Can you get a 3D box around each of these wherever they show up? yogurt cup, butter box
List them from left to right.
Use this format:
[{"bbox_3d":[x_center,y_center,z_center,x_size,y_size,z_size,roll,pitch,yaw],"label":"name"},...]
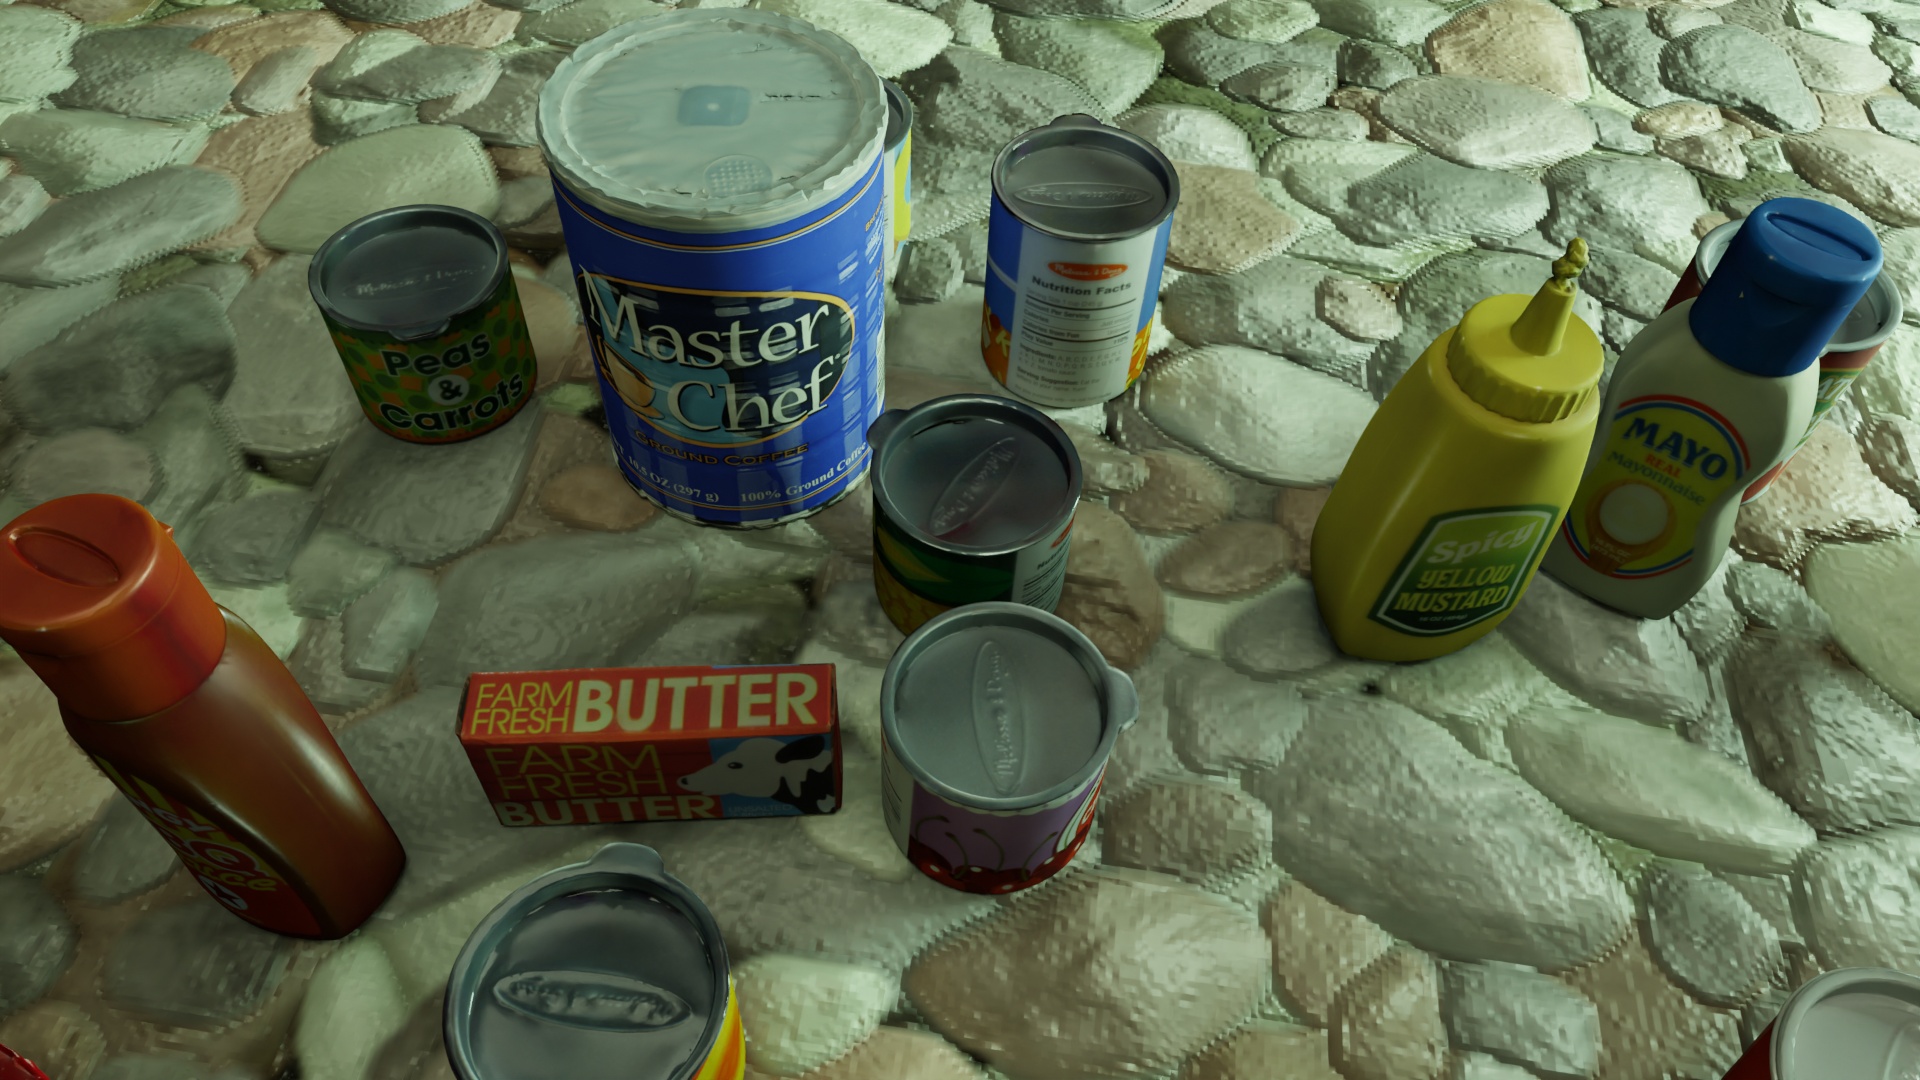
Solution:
[{"bbox_3d":[-0.086,0.059,0.401,0.103,0.052,0.024,-1,52,-4],"label":"butter box"},{"bbox_3d":[0.227,0.149,0.348,0.072,0.053,0.073,2,52,-2],"label":"yogurt cup"}]

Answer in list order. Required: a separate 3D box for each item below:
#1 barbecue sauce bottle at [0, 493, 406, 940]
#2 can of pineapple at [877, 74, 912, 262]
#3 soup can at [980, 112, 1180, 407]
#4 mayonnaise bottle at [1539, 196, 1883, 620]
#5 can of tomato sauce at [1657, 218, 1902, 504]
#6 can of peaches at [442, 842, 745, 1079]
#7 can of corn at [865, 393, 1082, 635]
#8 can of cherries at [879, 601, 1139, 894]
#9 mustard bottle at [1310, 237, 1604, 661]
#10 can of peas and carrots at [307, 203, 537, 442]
[{"bbox_3d":[-0.187,0.048,0.344,0.065,0.147,0.044,22,54,13],"label":"barbecue sauce bottle"},{"bbox_3d":[-0.053,-0.151,0.566,0.071,0.057,0.071,2,52,-2],"label":"can of pineapple"},{"bbox_3d":[0.042,-0.103,0.517,0.071,0.083,0.072,2,52,-2],"label":"soup can"},{"bbox_3d":[0.229,-0.038,0.436,0.065,0.147,0.041,32,57,20],"label":"mayonnaise bottle"},{"bbox_3d":[0.279,-0.061,0.497,0.071,0.082,0.071,2,52,-2],"label":"can of tomato sauce"},{"bbox_3d":[-0.088,0.121,0.350,0.071,0.057,0.071,2,52,-2],"label":"can of peaches"},{"bbox_3d":[0.002,-0.006,0.454,0.071,0.058,0.071,2,52,-2],"label":"can of corn"},{"bbox_3d":[0.012,0.061,0.402,0.071,0.058,0.072,2,52,-2],"label":"can of cherries"},{"bbox_3d":[0.151,-0.024,0.412,0.065,0.159,0.049,-5,53,-7],"label":"mustard bottle"},{"bbox_3d":[-0.190,-0.076,0.498,0.071,0.058,0.071,2,52,-2],"label":"can of peas and carrots"}]
